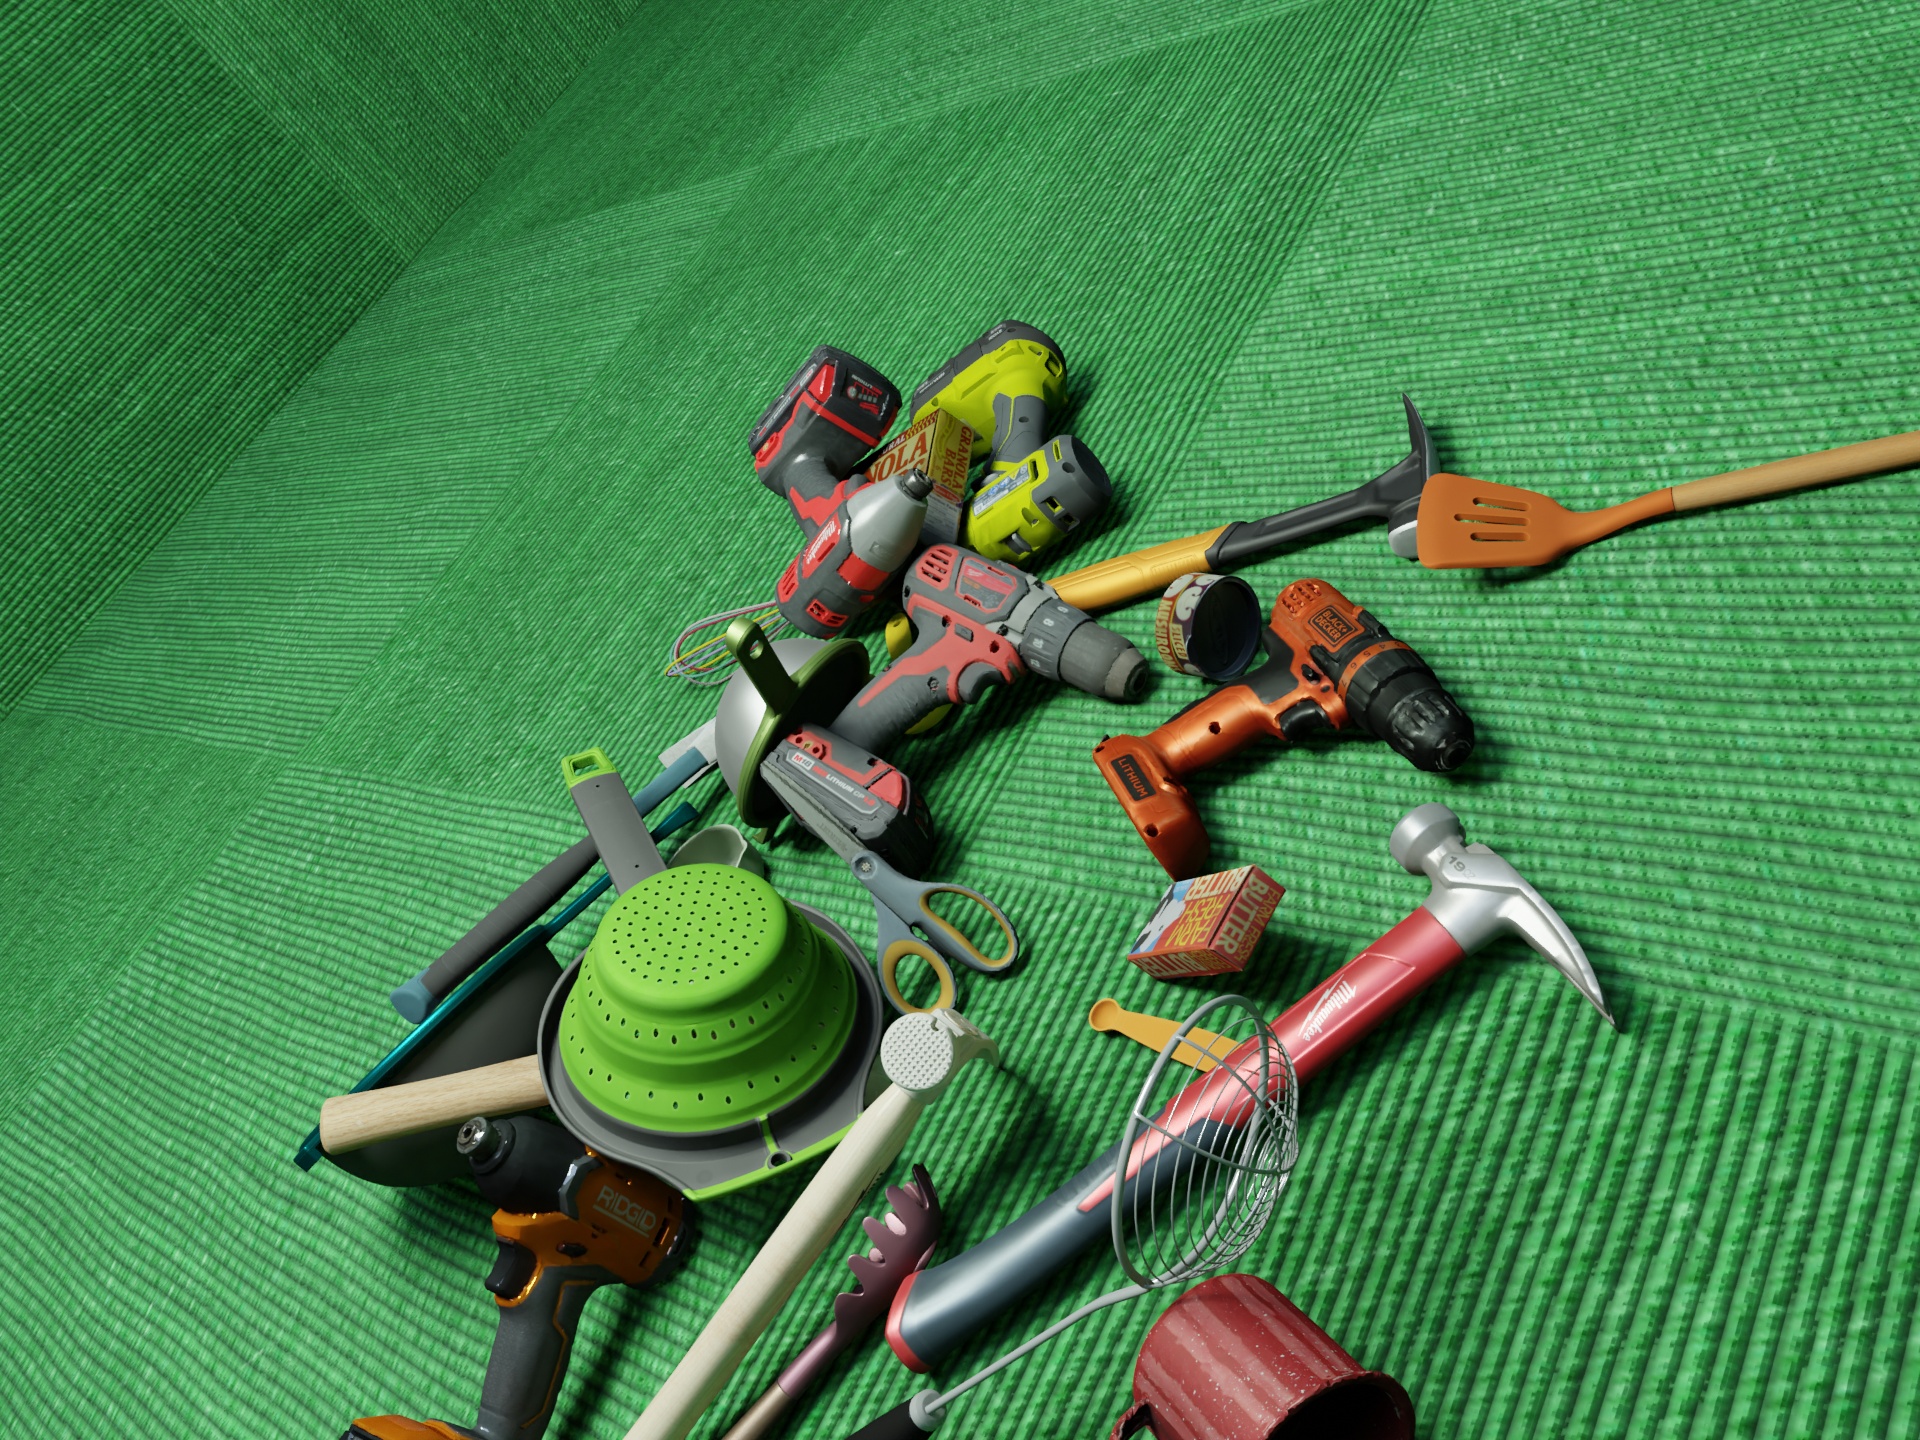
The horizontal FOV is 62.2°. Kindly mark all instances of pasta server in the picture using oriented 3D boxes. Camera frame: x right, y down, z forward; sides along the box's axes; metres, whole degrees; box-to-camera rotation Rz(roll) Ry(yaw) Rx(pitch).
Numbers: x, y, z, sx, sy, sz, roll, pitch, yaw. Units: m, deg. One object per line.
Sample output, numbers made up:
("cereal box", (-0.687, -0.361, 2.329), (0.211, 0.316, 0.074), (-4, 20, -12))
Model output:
("pasta server", (-0.114, 0.364, 0.830), (0.040, 0.060, 0.316), (41, 85, 16))

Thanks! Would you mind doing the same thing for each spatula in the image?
("spatula", (0.415, -0.133, 0.871), (0.322, 0.041, 0.081), (-11, 45, 33))

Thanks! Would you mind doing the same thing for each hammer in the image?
("hammer", (-0.215, 0.207, 0.963), (0.331, 0.031, 0.130), (-11, 39, -8))
("hammer", (0.127, 0.205, 0.777), (0.386, 0.038, 0.143), (-39, 43, 4))
("hammer", (-0.278, 0.100, 1.170), (0.331, 0.033, 0.128), (-43, 9, -23))
("hammer", (0.161, -0.119, 1.086), (0.337, 0.034, 0.127), (-17, 43, 29))
("hammer", (-0.119, 0.325, 0.839), (0.038, 0.146, 0.410), (37, 88, 17))

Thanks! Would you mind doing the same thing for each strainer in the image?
("strainer", (-0.137, -0.021, 1.072), (0.069, 0.256, 0.151), (29, 76, 16))
("strainer", (-0.285, 0.200, 1.088), (0.340, 0.095, 0.211), (-43, 2, -15))

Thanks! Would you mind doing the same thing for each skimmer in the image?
("skimmer", (0.014, 0.263, 0.736), (0.363, 0.127, 0.090), (-42, 62, 23))

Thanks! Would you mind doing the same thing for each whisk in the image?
("whisk", (-0.142, -0.094, 1.326), (0.245, 0.047, 0.051), (-27, 50, 11))

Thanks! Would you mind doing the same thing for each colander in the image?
("colander", (-0.186, 0.107, 0.981), (0.204, 0.094, 0.398), (-20, 41, -19))

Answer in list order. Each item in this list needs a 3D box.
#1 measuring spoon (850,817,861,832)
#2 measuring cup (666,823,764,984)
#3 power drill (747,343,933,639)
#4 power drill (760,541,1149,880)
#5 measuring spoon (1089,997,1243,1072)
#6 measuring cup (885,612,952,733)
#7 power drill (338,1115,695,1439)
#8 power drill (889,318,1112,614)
("measuring spoon", (-0.070, 0.030, 1.122), (0.034, 0.018, 0.124), (-26, 54, 40))
("measuring cup", (-0.172, 0.146, 1.106), (0.083, 0.038, 0.168), (-27, 41, 18))
("power drill", (-0.085, -0.174, 1.170), (0.143, 0.078, 0.220), (-46, 37, 26))
("power drill", (-0.002, -0.003, 1.059), (0.188, 0.080, 0.227), (29, 72, 29))
("measuring spoon", (0.117, 0.172, 0.849), (0.117, 0.011, 0.021), (12, 65, 43))
("measuring cup", (-0.035, -0.039, 1.191), (0.062, 0.029, 0.157), (-35, 27, 11))
("power drill", (-0.255, 0.337, 0.878), (0.084, 0.164, 0.227), (-2, 53, 40))
("power drill", (0.019, -0.196, 1.256), (0.190, 0.080, 0.229), (-32, 39, 25))
